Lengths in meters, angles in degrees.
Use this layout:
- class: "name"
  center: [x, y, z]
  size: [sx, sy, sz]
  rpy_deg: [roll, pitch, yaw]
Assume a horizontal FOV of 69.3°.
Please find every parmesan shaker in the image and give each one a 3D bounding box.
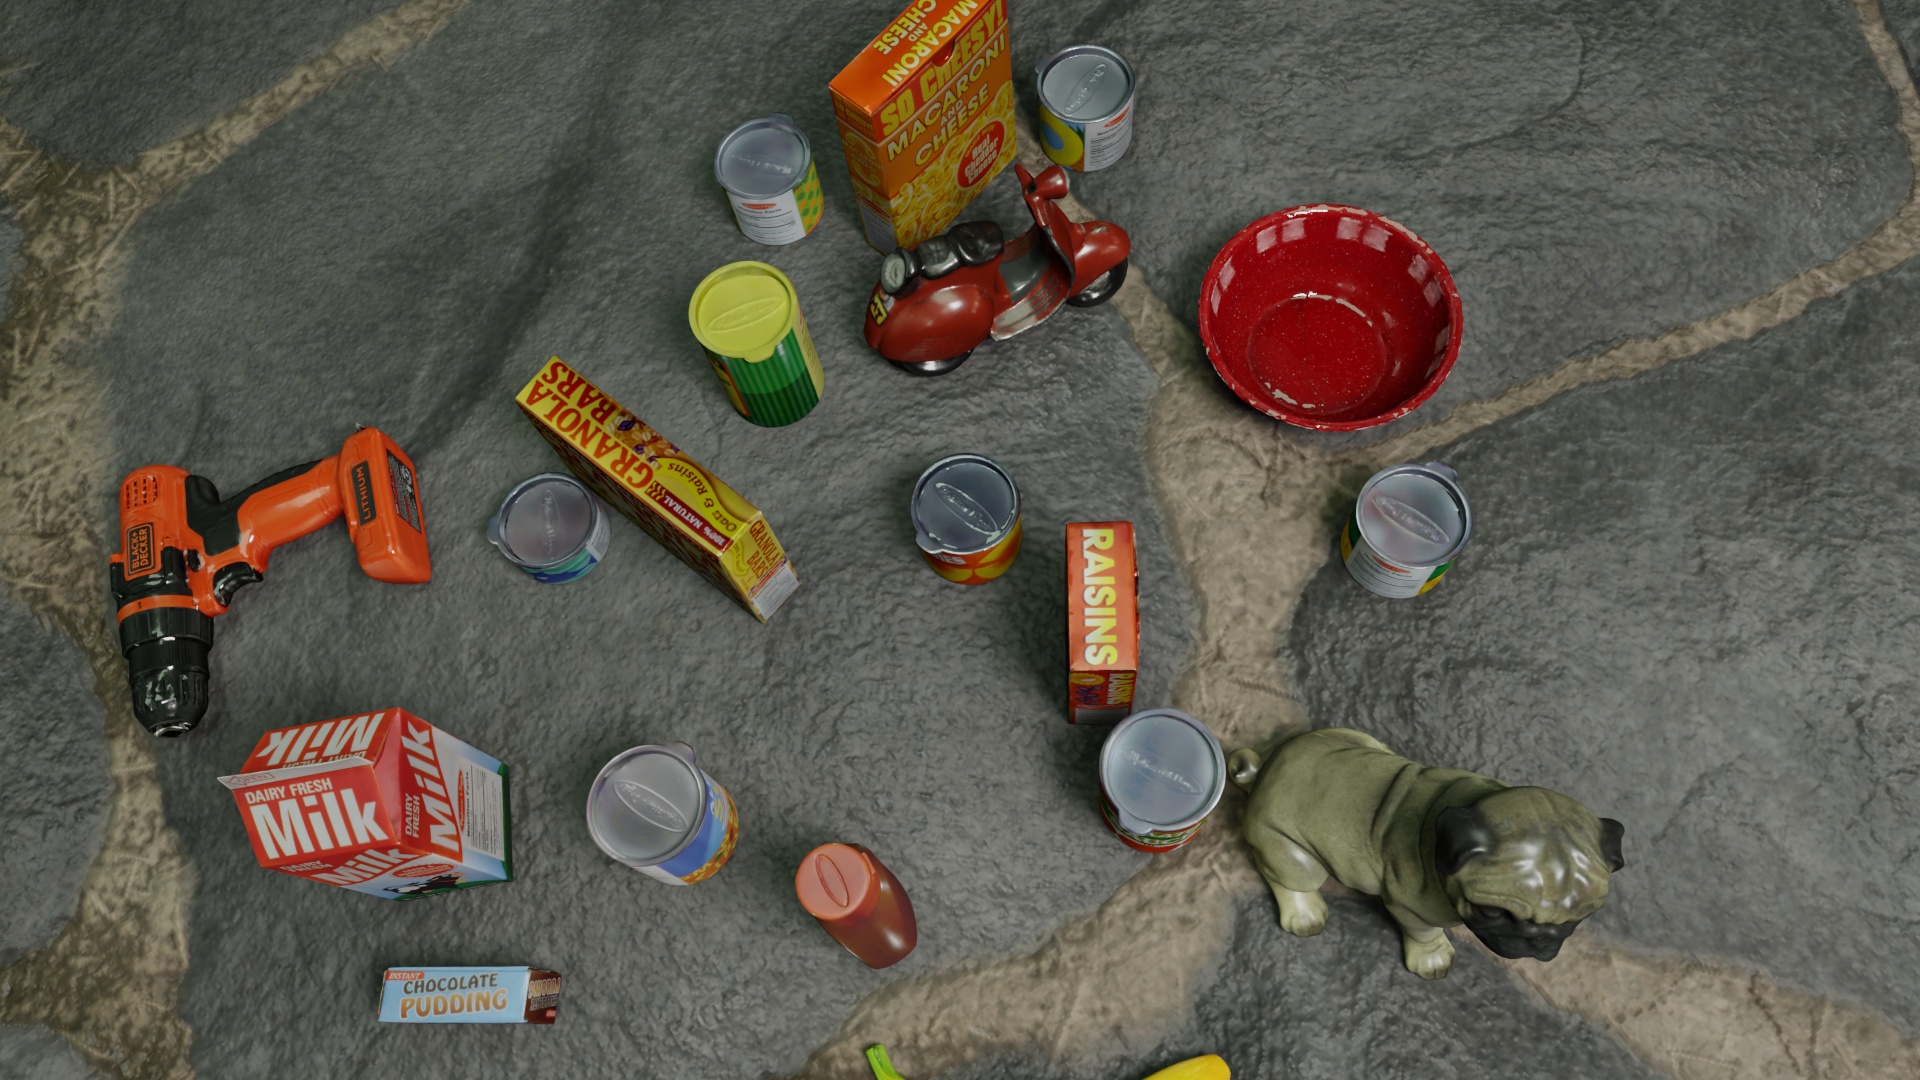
- class: "parmesan shaker"
  center: [-0.126, -0.119, 0.880]
  size: [0.071, 0.102, 0.071]
  rpy_deg: [-1, 69, 4]

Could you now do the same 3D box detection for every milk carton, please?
- class: "milk carton"
  center: [-0.311, 0.142, 0.744]
  size: [0.072, 0.190, 0.073]
  rpy_deg: [-10, 69, 1]

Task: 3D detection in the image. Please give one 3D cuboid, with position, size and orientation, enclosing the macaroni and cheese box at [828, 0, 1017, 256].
- class: "macaroni and cheese box"
  center: [-0.018, -0.270, 0.898]
  size: [0.040, 0.166, 0.124]
  rpy_deg: [38, 76, 17]

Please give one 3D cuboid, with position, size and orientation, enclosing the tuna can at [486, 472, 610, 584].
- class: "tuna can"
  center: [-0.261, -0.007, 0.884]
  size: [0.071, 0.032, 0.071]
  rpy_deg: [-1, 68, 4]

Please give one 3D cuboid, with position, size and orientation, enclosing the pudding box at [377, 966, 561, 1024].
- class: "pudding box"
  center: [-0.272, 0.253, 0.773]
  size: [0.084, 0.049, 0.030]
  rpy_deg: [-1, 69, 4]

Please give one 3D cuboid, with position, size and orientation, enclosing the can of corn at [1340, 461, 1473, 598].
- class: "can of corn"
  center: [0.266, -0.006, 0.830]
  size: [0.071, 0.058, 0.071]
  rpy_deg: [-1, 69, 4]

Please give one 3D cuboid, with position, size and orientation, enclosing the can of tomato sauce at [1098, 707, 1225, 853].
- class: "can of tomato sauce"
  center: [0.109, 0.137, 0.772]
  size: [0.071, 0.083, 0.071]
  rpy_deg: [-1, 69, 4]

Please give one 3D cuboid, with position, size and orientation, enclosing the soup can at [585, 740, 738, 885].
- class: "soup can"
  center: [-0.164, 0.154, 0.785]
  size: [0.071, 0.083, 0.071]
  rpy_deg: [-1, 69, 4]

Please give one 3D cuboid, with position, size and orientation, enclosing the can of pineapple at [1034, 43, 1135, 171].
- class: "can of pineapple"
  center: [0.085, -0.299, 0.960]
  size: [0.071, 0.057, 0.071]
  rpy_deg: [-1, 69, 4]

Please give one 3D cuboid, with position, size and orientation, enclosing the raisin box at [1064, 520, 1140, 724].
- class: "raisin box"
  center: [0.079, 0.050, 0.787]
  size: [0.040, 0.123, 0.086]
  rpy_deg: [-1, 69, 4]

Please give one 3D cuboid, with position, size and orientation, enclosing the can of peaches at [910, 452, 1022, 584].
- class: "can of peaches"
  center: [0.003, -0.011, 0.852]
  size: [0.071, 0.058, 0.071]
  rpy_deg: [-1, 69, 4]

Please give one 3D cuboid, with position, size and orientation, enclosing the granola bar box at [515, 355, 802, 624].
- class: "granola bar box"
  center: [-0.179, -0.027, 0.837]
  size: [0.166, 0.123, 0.039]
  rpy_deg: [36, 76, 16]

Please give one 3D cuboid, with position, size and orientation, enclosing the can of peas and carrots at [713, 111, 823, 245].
- class: "can of peas and carrots"
  center: [-0.130, -0.248, 0.955]
  size: [0.071, 0.058, 0.071]
  rpy_deg: [-1, 69, 4]

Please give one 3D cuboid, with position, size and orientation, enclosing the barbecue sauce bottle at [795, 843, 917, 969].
- class: "barbecue sauce bottle"
  center: [-0.055, 0.188, 0.729]
  size: [0.044, 0.148, 0.065]
  rpy_deg: [-29, 70, -7]
